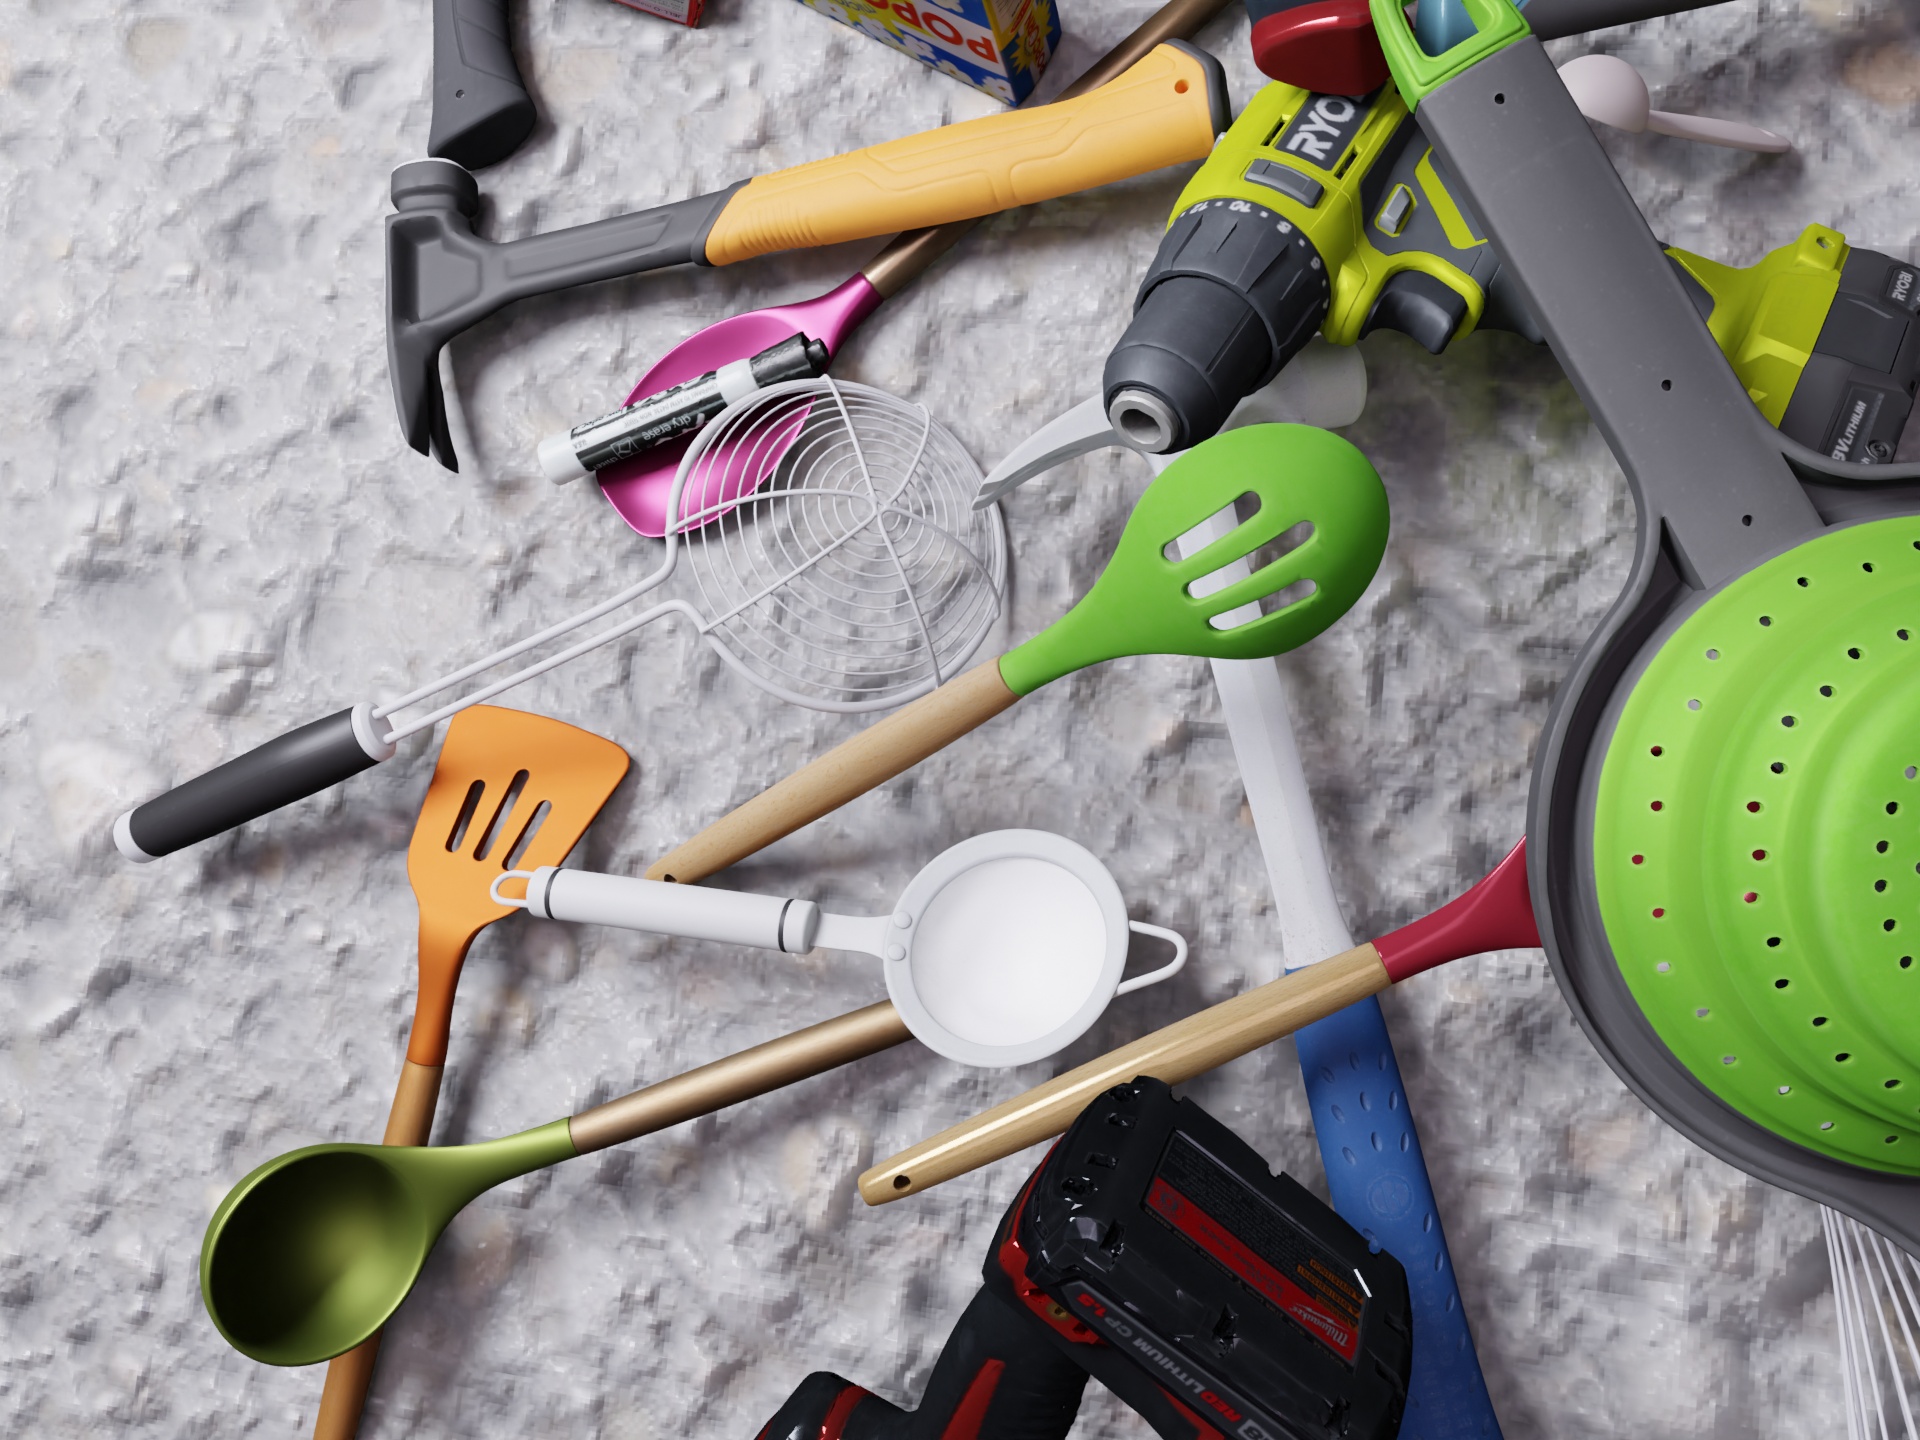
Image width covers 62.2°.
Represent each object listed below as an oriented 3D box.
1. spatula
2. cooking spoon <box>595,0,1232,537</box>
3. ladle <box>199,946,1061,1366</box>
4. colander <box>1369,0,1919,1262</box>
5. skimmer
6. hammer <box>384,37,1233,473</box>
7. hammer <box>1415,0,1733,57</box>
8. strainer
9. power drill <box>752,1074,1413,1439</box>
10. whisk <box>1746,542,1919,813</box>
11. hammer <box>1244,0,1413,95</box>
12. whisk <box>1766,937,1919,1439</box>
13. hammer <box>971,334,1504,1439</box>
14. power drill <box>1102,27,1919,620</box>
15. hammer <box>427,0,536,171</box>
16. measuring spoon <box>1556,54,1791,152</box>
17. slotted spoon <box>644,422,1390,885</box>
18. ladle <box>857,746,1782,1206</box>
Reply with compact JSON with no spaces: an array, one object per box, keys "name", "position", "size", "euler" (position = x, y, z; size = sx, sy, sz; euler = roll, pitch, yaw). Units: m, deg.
[{"name":"spatula","position":[-0.208,0.154,0.619],"size":[0.081,0.041,0.322],"euler":[15,92,15]},{"name":"cooking spoon","position":[-0.014,-0.184,0.615],"size":[0.319,0.017,0.069],"euler":[-40,77,6]},{"name":"ladle","position":[-0.113,0.146,0.568],"size":[0.320,0.062,0.078],"euler":[-20,110,0]},{"name":"colander","position":[0.215,-0.038,0.399],"size":[0.204,0.094,0.397],"euler":[-29,86,8]},{"name":"skimmer","position":[-0.159,-0.018,0.613],"size":[0.363,0.090,0.127],"euler":[-22,86,16]},{"name":"hammer","position":[-0.065,-0.186,0.601],"size":[0.337,0.034,0.127],"euler":[-9,76,14]},{"name":"hammer","position":[0.308,-0.266,0.520],"size":[0.331,0.033,0.128],"euler":[-13,82,-2]},{"name":"strainer","position":[-0.048,0.073,0.562],"size":[0.258,0.050,0.087],"euler":[6,61,13]},{"name":"power drill","position":[0.046,0.243,0.501],"size":[0.188,0.080,0.226],"euler":[38,119,5]},{"name":"whisk","position":[0.310,-0.080,0.491],"size":[0.073,0.073,0.296],"euler":[34,100,13]},{"name":"hammer","position":[0.071,-0.377,0.567],"size":[0.143,0.038,0.387],"euler":[-27,67,7]},{"name":"whisk","position":[0.286,0.153,0.505],"size":[0.070,0.070,0.285],"euler":[-16,76,9]},{"name":"hammer","position":[0.115,0.072,0.543],"size":[0.144,0.035,0.405],"euler":[-13,84,-7]},{"name":"power drill","position":[0.172,-0.122,0.513],"size":[0.228,0.080,0.191],"euler":[28,62,11]},{"name":"hammer","position":[-0.212,-0.395,0.668],"size":[0.146,0.035,0.335],"euler":[-4,84,10]},{"name":"measuring spoon","position":[0.241,-0.204,0.526],"size":[0.034,0.124,0.018],"euler":[54,136,38]},{"name":"slotted spoon","position":[-0.001,-0.002,0.534],"size":[0.314,0.031,0.070],"euler":[-29,105,31]},{"name":"ladle","position":[0.110,0.089,0.505],"size":[0.315,0.031,0.069],"euler":[-25,94,6]}]
